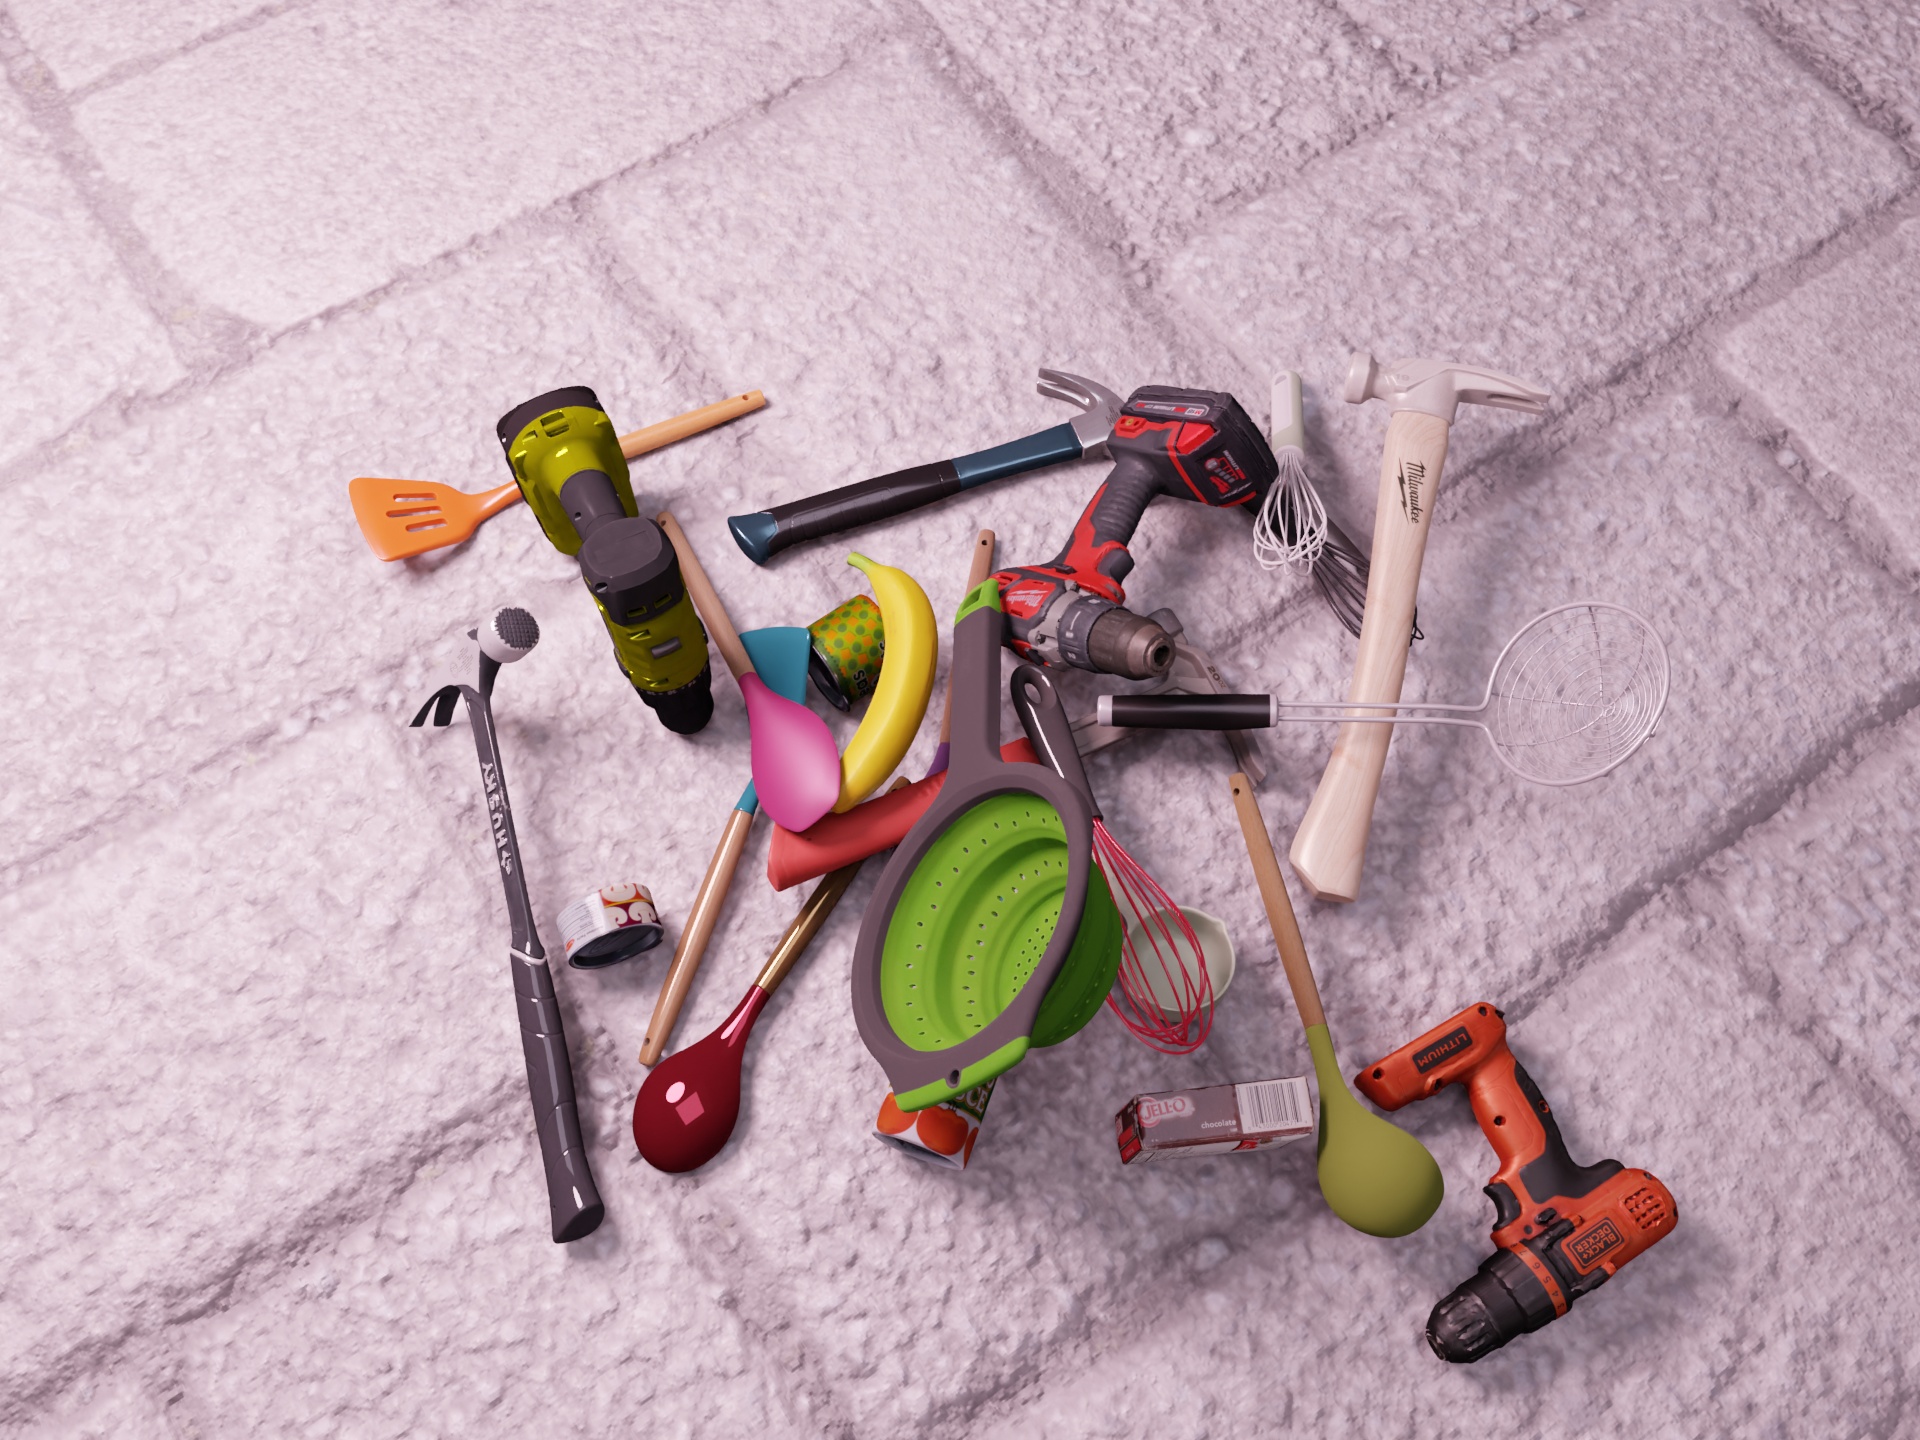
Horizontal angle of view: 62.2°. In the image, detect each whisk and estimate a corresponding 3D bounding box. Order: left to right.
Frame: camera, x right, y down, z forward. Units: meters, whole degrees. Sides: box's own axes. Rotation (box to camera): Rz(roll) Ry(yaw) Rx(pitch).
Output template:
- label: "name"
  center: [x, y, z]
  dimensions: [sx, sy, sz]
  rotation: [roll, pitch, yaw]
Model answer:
- label: "whisk"
  center: [0.092, 0.086, 1.059]
  dimensions: [0.073, 0.073, 0.296]
  rotation: [-17, 63, -9]
- label: "whisk"
  center: [0.248, -0.194, 1.206]
  dimensions: [0.059, 0.058, 0.247]
  rotation: [41, 37, -27]
- label: "whisk"
  center: [0.265, -0.140, 1.220]
  dimensions: [0.055, 0.055, 0.239]
  rotation: [-35, 67, -15]

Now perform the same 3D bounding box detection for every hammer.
- label: "hammer"
  center: [-0.295, 0.138, 1.059]
  dimensions: [0.036, 0.149, 0.409]
  rotation: [-1, 70, -44]
- label: "hammer"
  center: [-0.017, -0.186, 1.236]
  dimensions: [0.331, 0.033, 0.128]
  rotation: [-18, 69, -9]
- label: "hammer"
  center: [0.034, 0.044, 1.117]
  dimensions: [0.359, 0.036, 0.149]
  rotation: [-23, 72, -17]
- label: "hammer"
  center: [0.314, -0.069, 1.136]
  dimensions: [0.146, 0.038, 0.411]
  rotation: [12, 76, 12]

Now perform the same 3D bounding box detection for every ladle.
- label: "ladle"
  center: [-0.120, 0.164, 1.087]
  dimensions: [0.069, 0.031, 0.315]
  rotation: [29, 67, 12]
- label: "ladle"
  center: [0.234, 0.178, 1.048]
  dimensions: [0.062, 0.078, 0.320]
  rotation: [12, 52, -37]

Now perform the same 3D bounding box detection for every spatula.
- label: "spatula"
  center: [-0.303, -0.201, 1.230]
  dimensions: [0.322, 0.041, 0.081]
  rotation: [-23, 67, -12]
- label: "spatula"
  center: [-0.169, 0.084, 1.108]
  dimensions: [0.082, 0.044, 0.318]
  rotation: [-1, 63, 43]
- label: "spatula"
  center: [-0.002, -0.004, 1.163]
  dimensions: [0.060, 0.018, 0.316]
  rotation: [8, 65, 3]

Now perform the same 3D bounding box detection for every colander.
- label: "colander"
  center: [0.034, 0.073, 1.033]
  dimensions: [0.094, 0.204, 0.398]
  rotation: [32, 42, -31]

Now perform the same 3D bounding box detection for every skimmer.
- label: "skimmer"
  center: [0.271, -0.018, 1.060]
  dimensions: [0.363, 0.090, 0.127]
  rotation: [0, 68, 10]

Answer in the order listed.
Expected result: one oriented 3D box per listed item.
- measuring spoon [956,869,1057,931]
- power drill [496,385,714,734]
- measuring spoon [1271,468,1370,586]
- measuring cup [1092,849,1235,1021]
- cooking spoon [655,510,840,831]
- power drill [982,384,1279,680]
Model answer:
- label: "measuring spoon"
  center: [0.018, 0.123, 1.116]
  dimensions: [0.129, 0.021, 0.042]
  rotation: [32, 69, 21]
- label: "power drill"
  center: [-0.243, -0.111, 1.133]
  dimensions: [0.080, 0.190, 0.229]
  rotation: [-25, 56, -12]
- label: "measuring spoon"
  center: [0.284, -0.154, 1.239]
  dimensions: [0.034, 0.018, 0.124]
  rotation: [-31, 72, -14]
- label: "measuring cup"
  center: [0.120, 0.139, 1.103]
  dimensions: [0.083, 0.038, 0.168]
  rotation: [-35, 61, -16]
- label: "cooking spoon"
  center: [-0.162, -0.047, 1.136]
  dimensions: [0.068, 0.017, 0.319]
  rotation: [-40, 53, 12]
- label: "power drill"
  center: [0.128, -0.126, 1.128]
  dimensions: [0.227, 0.080, 0.188]
  rotation: [-52, 36, -11]
